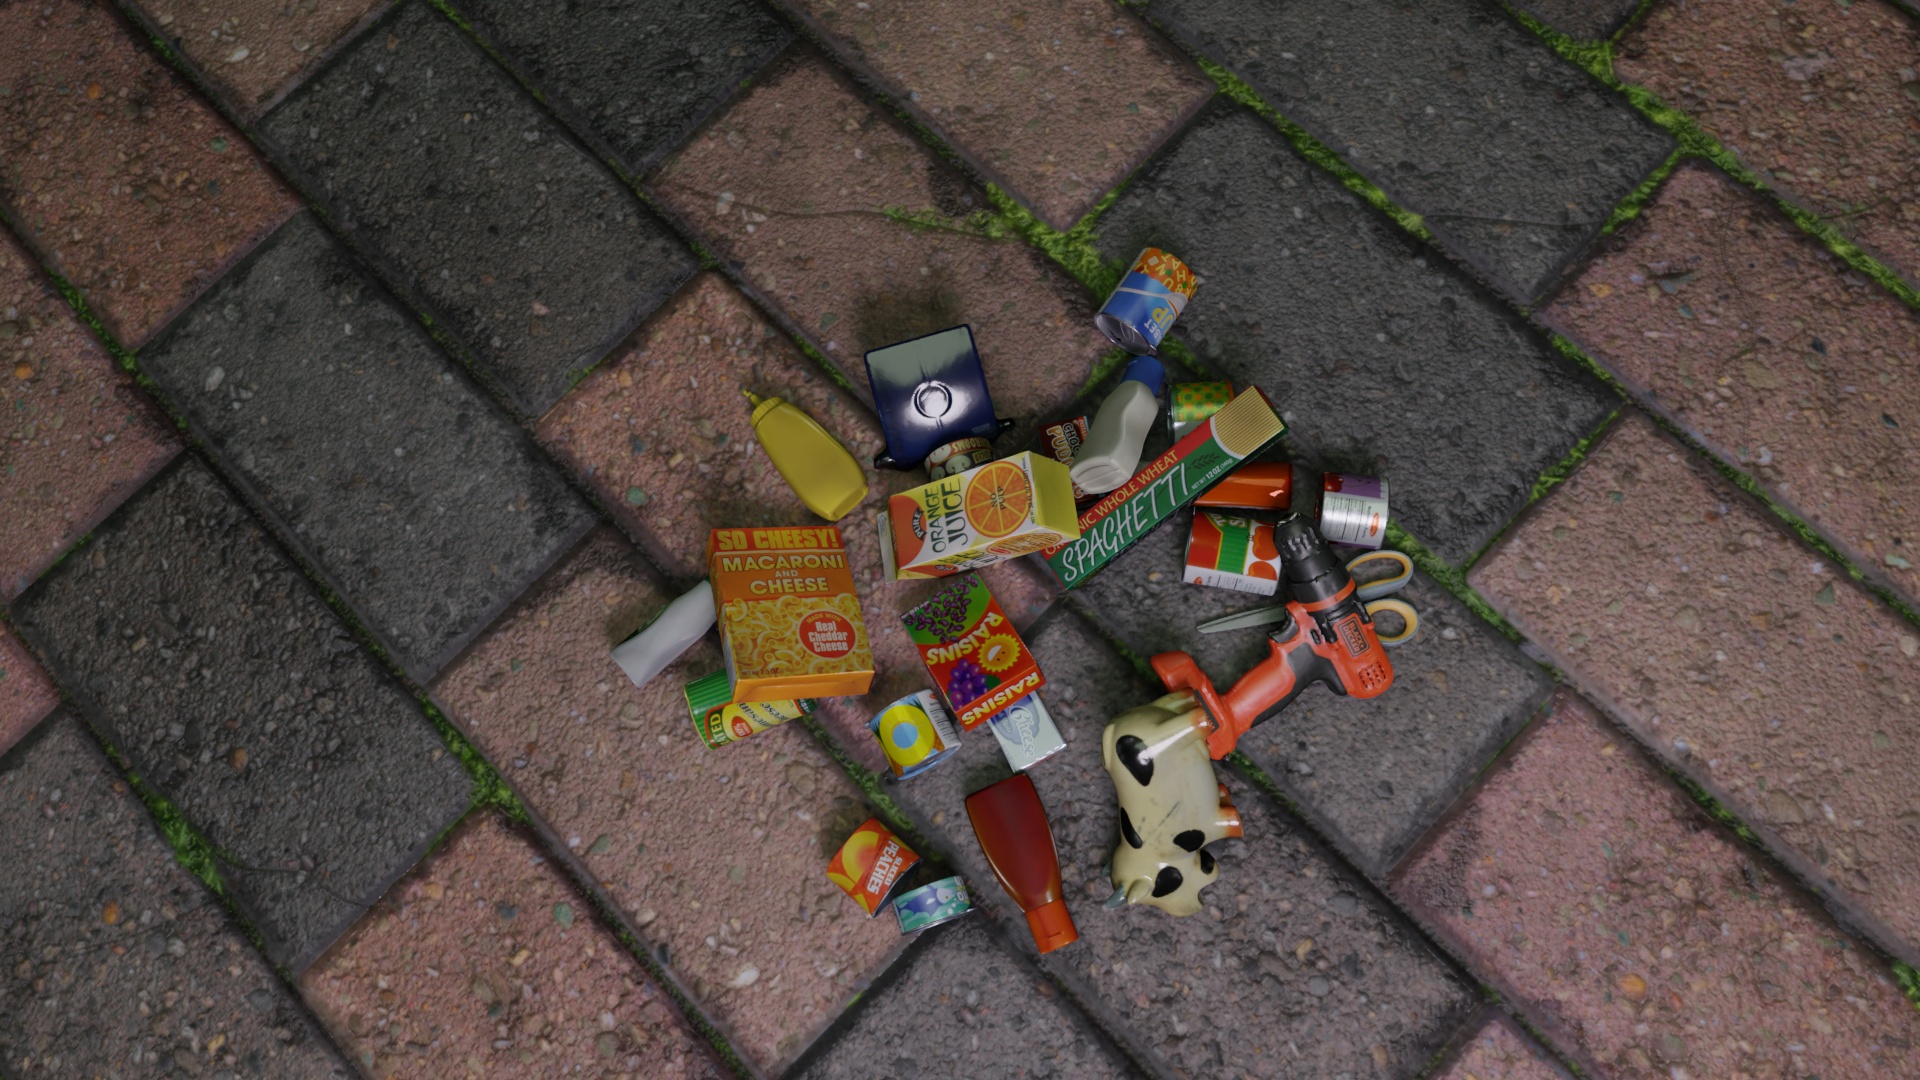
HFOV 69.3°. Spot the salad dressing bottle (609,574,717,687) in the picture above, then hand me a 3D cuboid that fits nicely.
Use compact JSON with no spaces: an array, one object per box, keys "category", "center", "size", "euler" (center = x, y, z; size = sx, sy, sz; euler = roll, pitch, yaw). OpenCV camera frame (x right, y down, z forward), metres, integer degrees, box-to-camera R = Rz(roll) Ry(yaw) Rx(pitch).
[{"category":"salad dressing bottle","center":[-0.255,0.073,1.293],"size":[0.148,0.064,0.044],"euler":[-41,88,-15]}]

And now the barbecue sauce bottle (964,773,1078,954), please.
[{"category":"barbecue sauce bottle","center":[0.058,0.282,1.211],"size":[0.065,0.043,0.149],"euler":[-23,74,0]}]

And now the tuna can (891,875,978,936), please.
[{"category":"tuna can","center":[-0.022,0.314,1.197],"size":[0.071,0.071,0.033],"euler":[-20,74,0]}]

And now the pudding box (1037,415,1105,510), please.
[{"category":"pudding box","center":[0.105,-0.071,1.310],"size":[0.050,0.030,0.084],"euler":[-11,74,1]}]

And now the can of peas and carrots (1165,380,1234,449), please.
[{"category":"can of peas and carrots","center":[0.223,-0.117,1.293],"size":[0.059,0.071,0.071],"euler":[-4,75,4]}]

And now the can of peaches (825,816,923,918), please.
[{"category":"can of peaches","center":[-0.075,0.283,1.209],"size":[0.058,0.071,0.071],"euler":[38,82,15]}]

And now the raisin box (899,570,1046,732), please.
[{"category":"raisin box","center":[0.010,0.098,1.246],"size":[0.086,0.040,0.124],"euler":[-30,50,-4]}]

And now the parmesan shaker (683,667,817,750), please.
[{"category":"parmesan shaker","center":[-0.189,0.140,1.259],"size":[0.103,0.071,0.071],"euler":[-21,74,0]}]

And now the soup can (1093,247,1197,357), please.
[{"category":"soup can","center":[0.180,-0.226,1.327],"size":[0.071,0.071,0.084],"euler":[34,80,13]}]

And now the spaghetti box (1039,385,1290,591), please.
[{"category":"spaghetti box","center":[0.180,-0.044,1.251],"size":[0.249,0.029,0.050],"euler":[-38,73,17]}]

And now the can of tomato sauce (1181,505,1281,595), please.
[{"category":"can of tomato sauce","center":[0.246,0.009,1.255],"size":[0.083,0.071,0.071],"euler":[9,76,7]}]

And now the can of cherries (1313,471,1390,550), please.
[{"category":"can of cherries","center":[0.353,-0.028,1.258],"size":[0.058,0.071,0.071],"euler":[6,76,8]}]

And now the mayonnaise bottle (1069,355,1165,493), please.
[{"category":"mayonnaise bottle","center":[0.151,-0.110,1.285],"size":[0.041,0.064,0.149],"euler":[44,52,-22]}]

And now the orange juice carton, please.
[{"category":"orange juice carton","center":[0.005,-0.016,1.263],"size":[0.192,0.073,0.072],"euler":[-17,73,30]}]

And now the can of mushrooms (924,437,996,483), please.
[{"category":"can of mushrooms","center":[0.003,-0.069,1.299],"size":[0.071,0.071,0.033],"euler":[-19,73,0]}]

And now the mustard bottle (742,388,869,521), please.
[{"category":"mustard bottle","center":[-0.156,-0.091,1.332],"size":[0.065,0.048,0.160],"euler":[-40,74,-6]}]

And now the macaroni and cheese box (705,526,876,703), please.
[{"category":"macaroni and cheese box","center":[-0.155,0.063,1.243],"size":[0.124,0.040,0.167],"euler":[-1,50,-21]}]

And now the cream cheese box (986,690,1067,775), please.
[{"category":"cream cheese box","center":[0.048,0.155,1.256],"size":[0.053,0.024,0.104],"euler":[-29,74,-3]}]

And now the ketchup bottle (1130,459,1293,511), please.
[{"category":"ketchup bottle","center":[0.229,-0.053,1.279],"size":[0.149,0.065,0.043],"euler":[4,103,15]}]

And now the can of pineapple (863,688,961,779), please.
[{"category":"can of pineapple","center":[-0.042,0.174,1.239],"size":[0.071,0.071,0.058],"euler":[-30,74,-3]}]
